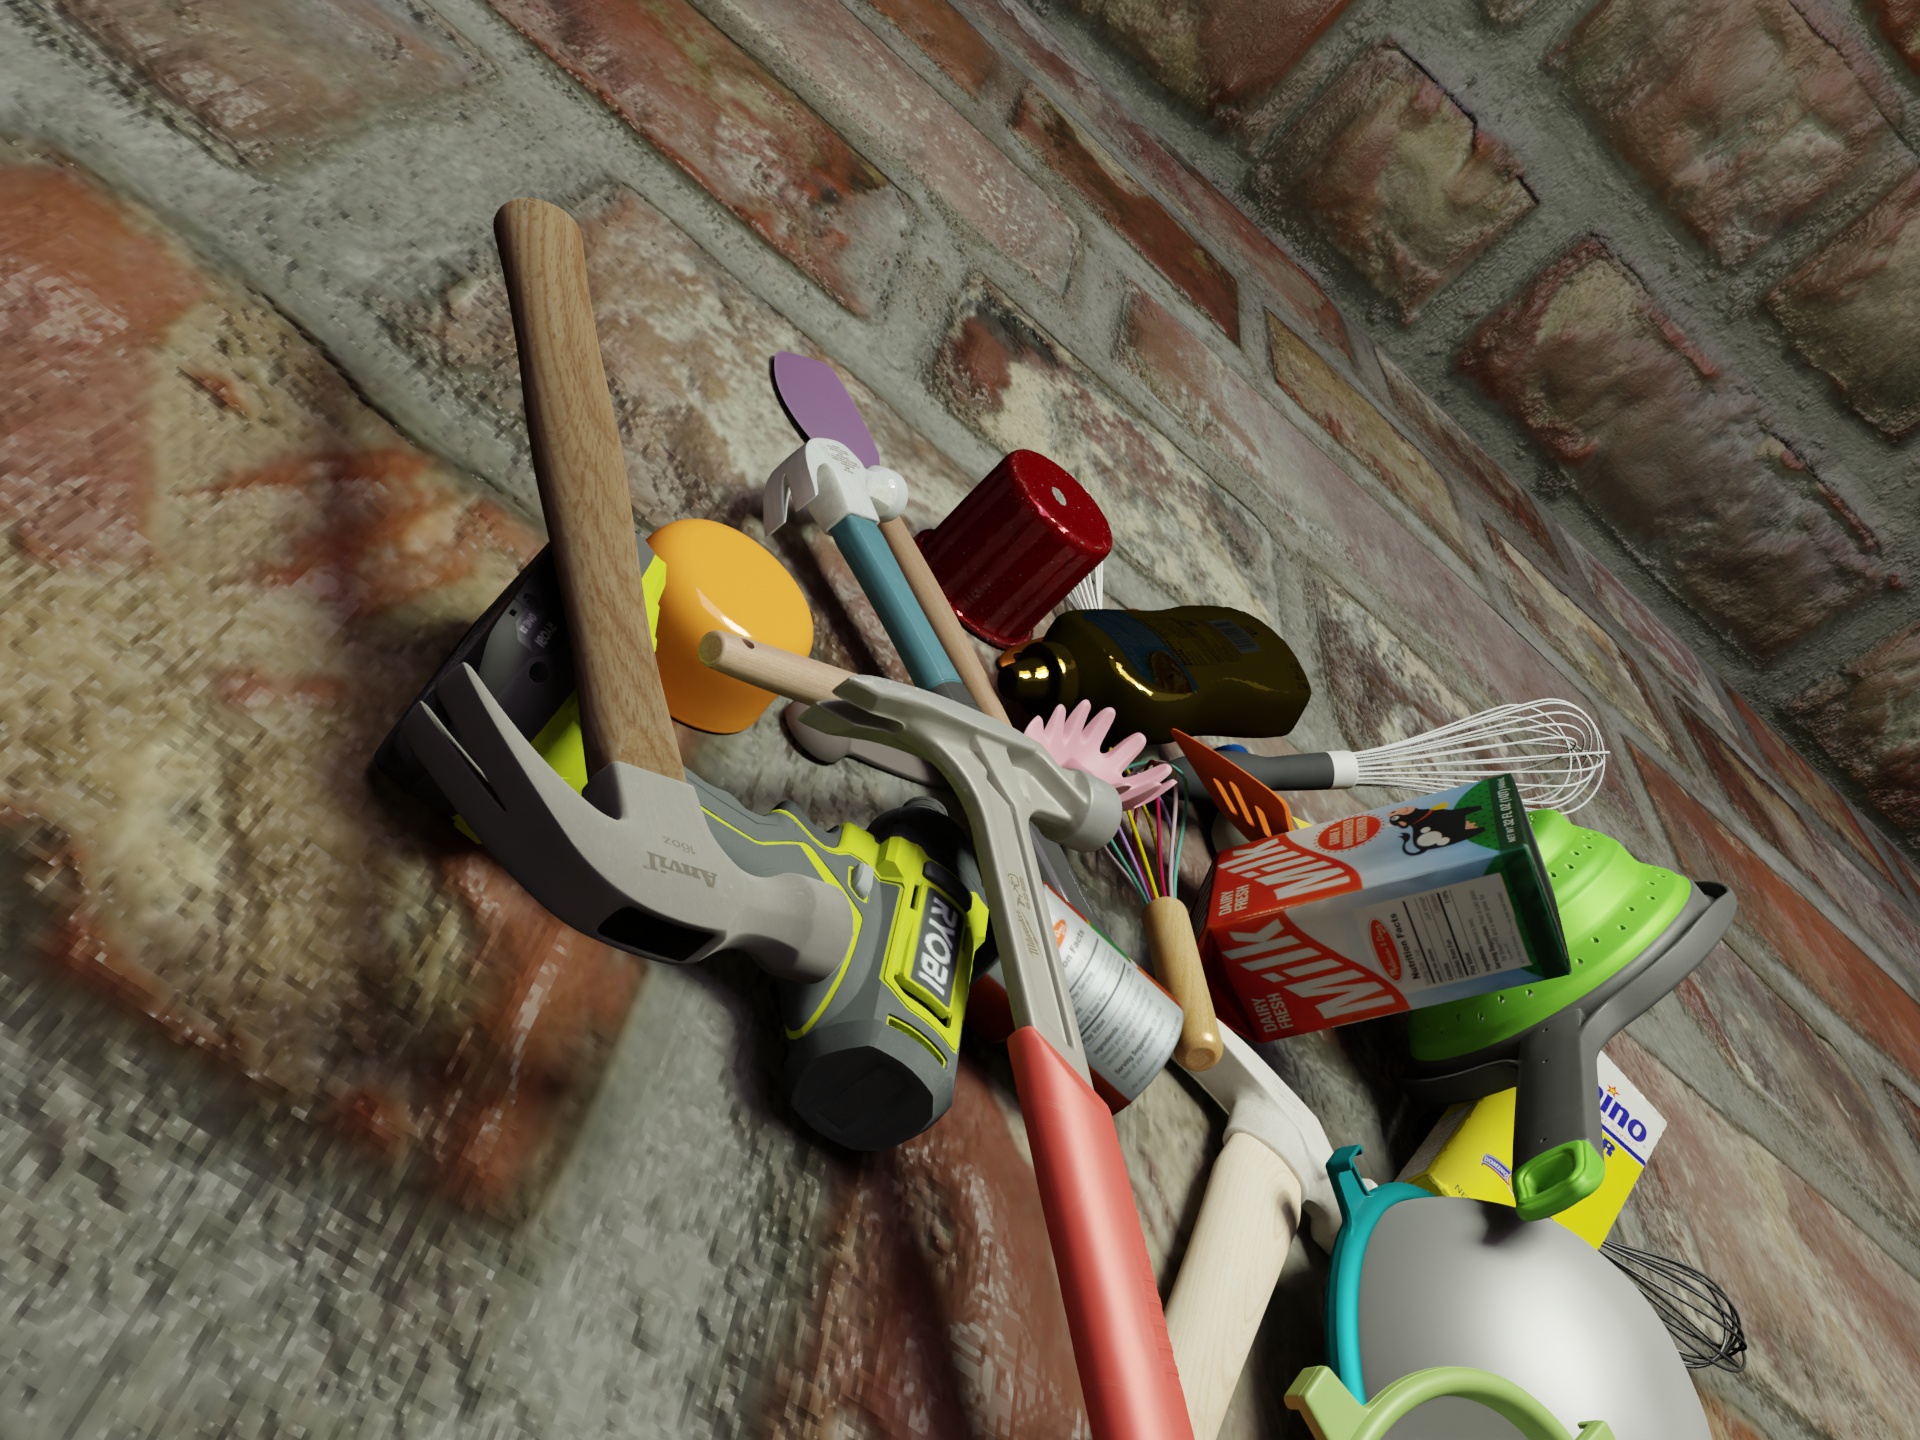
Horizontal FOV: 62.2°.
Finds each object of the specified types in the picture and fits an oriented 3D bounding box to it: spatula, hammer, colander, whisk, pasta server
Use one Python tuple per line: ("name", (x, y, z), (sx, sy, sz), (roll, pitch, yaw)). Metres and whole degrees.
("spatula", (0.226, 0.074, 0.910), (0.322, 0.041, 0.081), (20, 12, -45))
("hammer", (-0.001, -0.002, 0.770), (0.128, 0.033, 0.331), (9, 48, -61))
("colander", (0.278, 0.127, 0.798), (0.094, 0.204, 0.397), (55, 22, 4))
("hammer", (0.034, 0.148, 0.519), (0.149, 0.036, 0.359), (23, 42, -40))
("whisk", (0.250, 0.028, 0.929), (0.284, 0.070, 0.070), (-3, 46, -13))
("hammer", (0.070, 0.240, 0.567), (0.146, 0.038, 0.411), (46, 27, 2))
("whisk", (0.098, 0.083, 0.767), (0.051, 0.047, 0.245), (-1, 29, -2))
("pasta server", (0.003, 0.000, 0.674), (0.060, 0.040, 0.316), (52, 17, 30))
("whisk", (0.346, 0.288, 0.884), (0.239, 0.055, 0.055), (38, 28, -8))
("spatula", (-0.037, -0.100, 0.888), (0.059, 0.018, 0.316), (4, 47, -44))
("hammer", (-0.125, -0.068, 0.525), (0.130, 0.031, 0.332), (24, 36, -43))
("whisk", (0.080, -0.064, 0.983), (0.059, 0.057, 0.247), (-4, 50, -13))

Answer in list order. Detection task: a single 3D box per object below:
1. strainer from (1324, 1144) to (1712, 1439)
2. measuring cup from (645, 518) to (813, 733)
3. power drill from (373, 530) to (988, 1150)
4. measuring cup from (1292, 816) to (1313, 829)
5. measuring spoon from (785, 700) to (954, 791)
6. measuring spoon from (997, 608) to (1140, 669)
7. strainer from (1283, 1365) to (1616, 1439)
("strainer", (0.284, 0.314, 0.674), (0.340, 0.095, 0.211), (36, 40, -34))
("measuring cup", (-0.127, -0.078, 0.692), (0.095, 0.052, 0.174), (-4, 58, -56))
("power drill", (-0.084, 0.032, 0.587), (0.223, 0.080, 0.171), (42, 27, -18))
("measuring cup", (0.227, 0.086, 1.017), (0.156, 0.029, 0.062), (21, 35, -20))
("measuring spoon", (-0.030, 0.012, 0.746), (0.124, 0.018, 0.034), (20, 37, -43))
("measuring spoon", (0.068, -0.047, 0.925), (0.117, 0.011, 0.021), (-19, 63, -36))
("strainer", (0.139, 0.335, 0.487), (0.151, 0.069, 0.257), (21, 62, -27))
